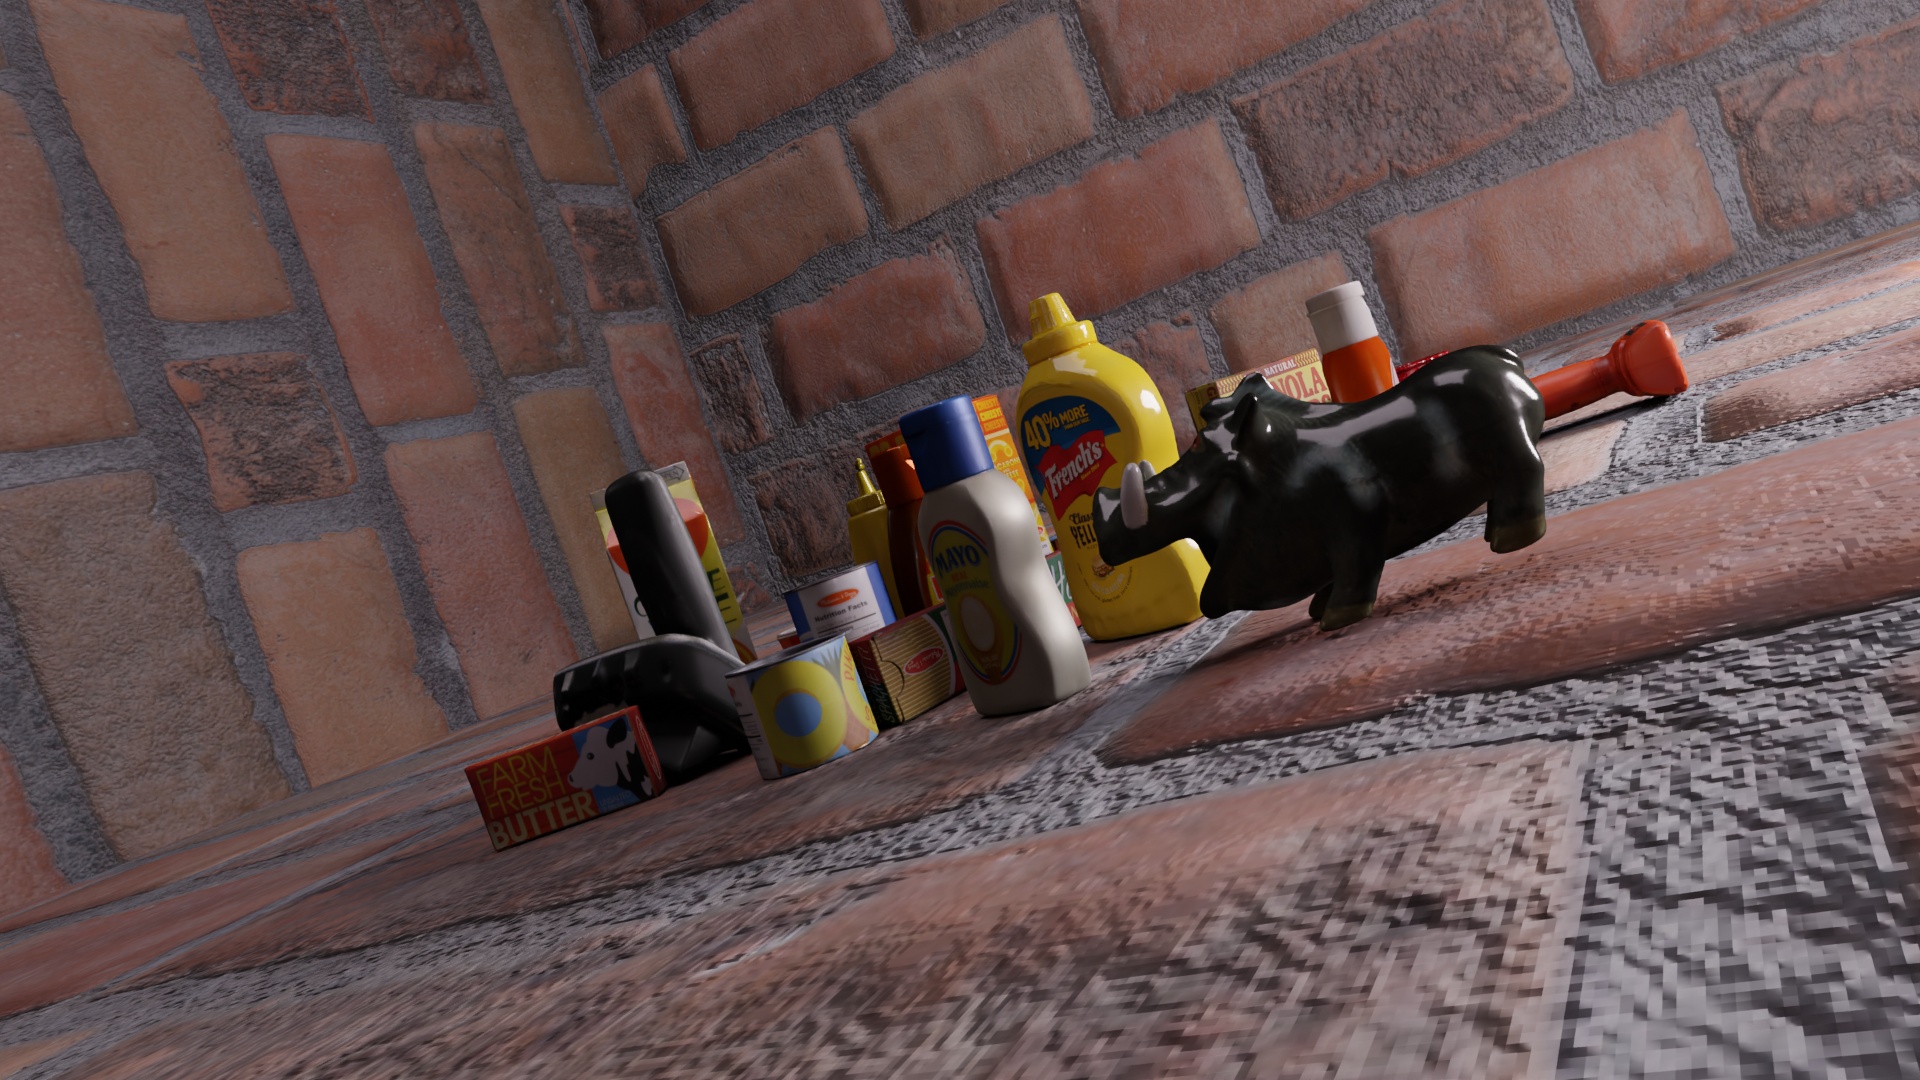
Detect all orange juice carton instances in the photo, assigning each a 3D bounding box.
[{"bbox_3d":[-0.194,0.046,0.974,0.072,0.192,0.073,-20,1,-12],"label":"orange juice carton"}]

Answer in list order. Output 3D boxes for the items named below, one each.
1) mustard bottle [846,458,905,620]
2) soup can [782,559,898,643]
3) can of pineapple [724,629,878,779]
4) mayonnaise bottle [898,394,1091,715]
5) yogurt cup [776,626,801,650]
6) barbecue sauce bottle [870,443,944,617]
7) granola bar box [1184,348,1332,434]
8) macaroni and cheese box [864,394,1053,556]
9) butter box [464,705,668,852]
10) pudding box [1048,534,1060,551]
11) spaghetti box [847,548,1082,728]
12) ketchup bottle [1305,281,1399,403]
[{"bbox_3d":[-0.057,0.009,1.126,0.048,0.160,0.065,-19,1,35],"label":"mustard bottle"},{"bbox_3d":[-0.072,0.062,0.911,0.071,0.083,0.071,-20,1,1],"label":"soup can"},{"bbox_3d":[-0.080,0.085,0.723,0.071,0.058,0.071,-20,2,1],"label":"can of pineapple"},{"bbox_3d":[0.011,0.007,0.654,0.041,0.148,0.064,-21,2,-42],"label":"mayonnaise bottle"},{"bbox_3d":[-0.094,0.082,1.014,0.072,0.054,0.072,-20,2,1],"label":"yogurt cup"},{"bbox_3d":[-0.019,0.008,0.923,0.065,0.148,0.043,-21,2,-39],"label":"barbecue sauce bottle"},{"bbox_3d":[0.277,-0.094,1.228,0.166,0.124,0.039,-21,2,-43],"label":"granola bar box"},{"bbox_3d":[0.004,-0.013,1.046,0.040,0.166,0.123,-21,2,-42],"label":"macaroni and cheese box"},{"bbox_3d":[-0.227,0.137,0.799,0.103,0.053,0.024,-19,1,3],"label":"butter box"},{"bbox_3d":[0.091,0.015,1.118,0.030,0.049,0.084,-19,2,28],"label":"pudding box"},{"bbox_3d":[0.025,0.048,0.833,0.028,0.050,0.251,-19,2,39],"label":"spaghetti box"},{"bbox_3d":[0.261,-0.090,0.890,0.043,0.148,0.065,-19,1,21],"label":"ketchup bottle"}]
